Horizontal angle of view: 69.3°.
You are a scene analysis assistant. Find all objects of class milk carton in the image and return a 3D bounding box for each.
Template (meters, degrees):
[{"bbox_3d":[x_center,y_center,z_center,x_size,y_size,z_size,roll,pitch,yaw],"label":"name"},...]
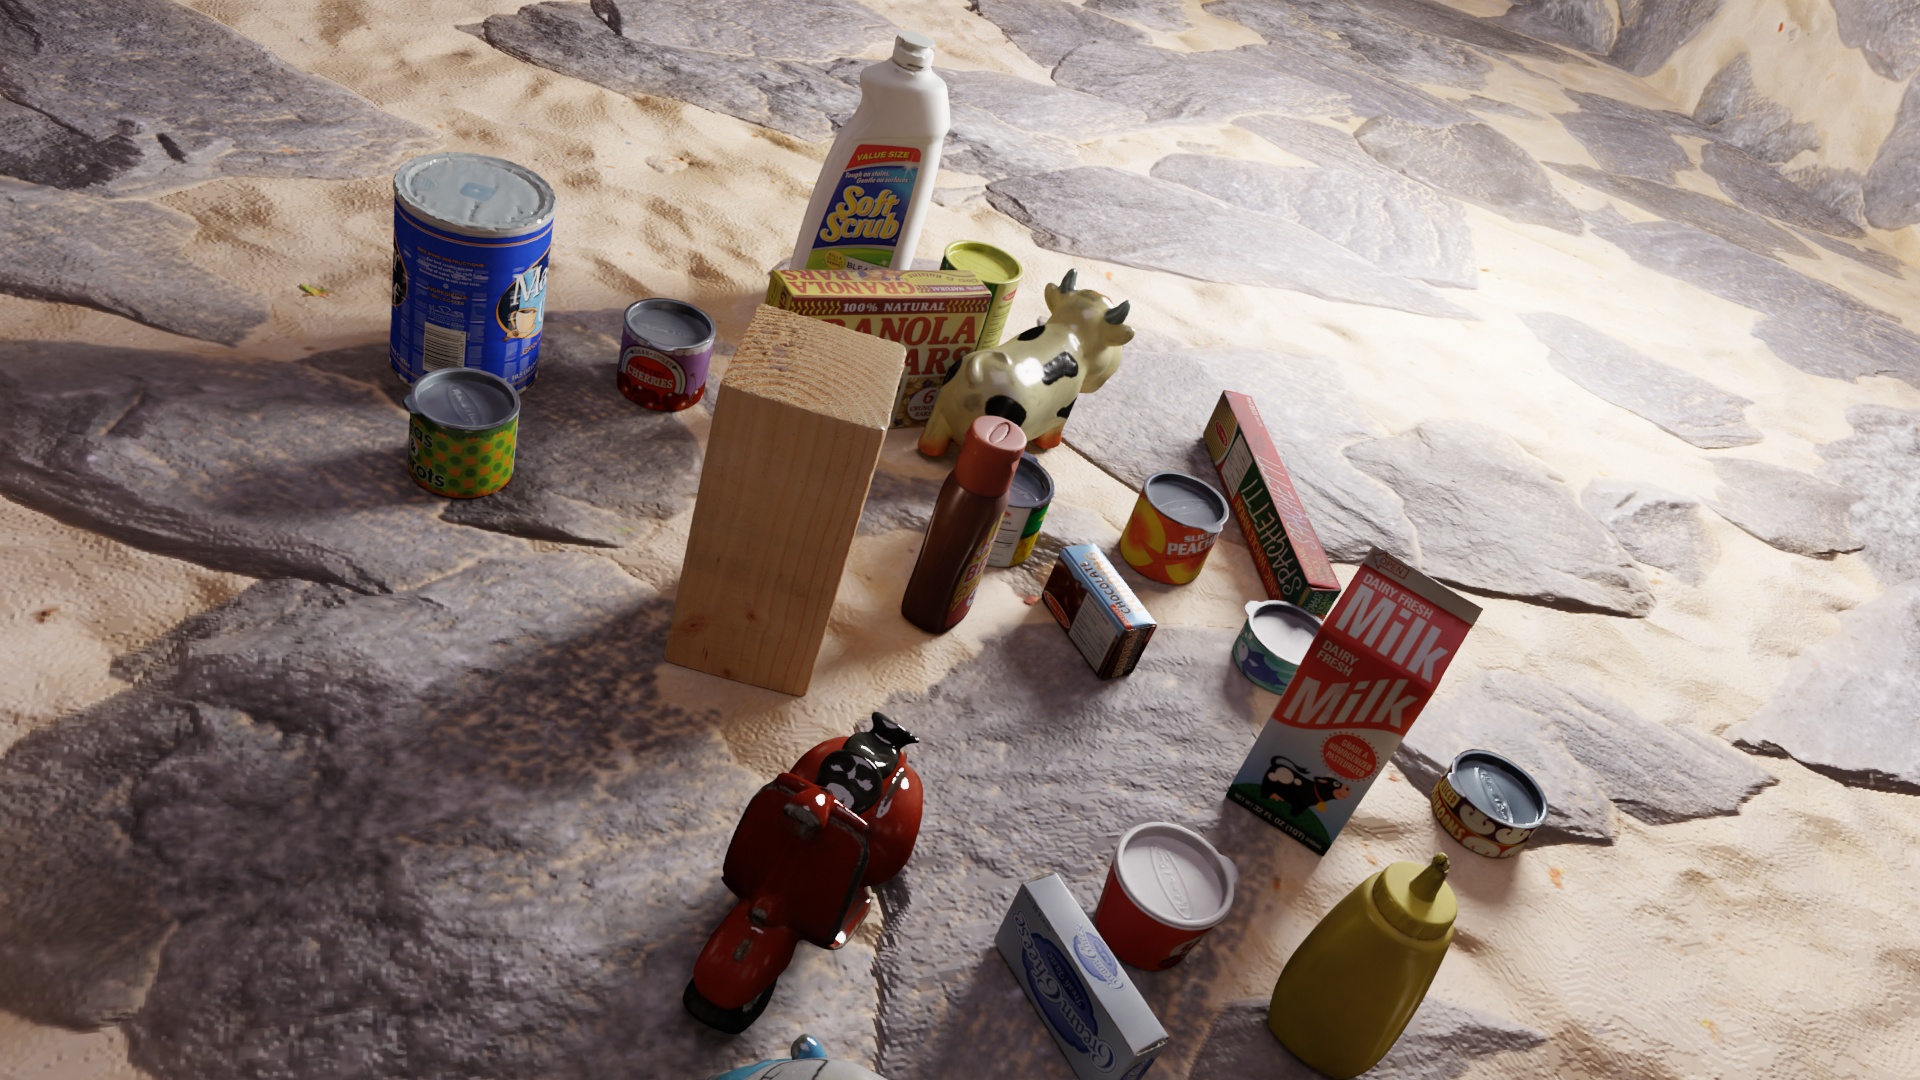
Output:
[{"bbox_3d":[0.236,0.091,0.833,0.072,0.189,0.074,32,39,16],"label":"milk carton"}]

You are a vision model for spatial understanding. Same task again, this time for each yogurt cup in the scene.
[{"bbox_3d":[0.108,0.197,0.757,0.072,0.053,0.073,12,38,-10],"label":"yogurt cup"}]

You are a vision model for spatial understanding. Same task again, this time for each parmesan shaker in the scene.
[{"bbox_3d":[0.004,-0.186,1.146,0.071,0.102,0.072,12,38,-10],"label":"parmesan shaker"}]

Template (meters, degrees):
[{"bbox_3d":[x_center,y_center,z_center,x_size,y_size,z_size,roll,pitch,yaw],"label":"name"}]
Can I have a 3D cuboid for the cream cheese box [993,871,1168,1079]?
[{"bbox_3d":[0.059,0.225,0.700,0.024,0.053,0.104,-10,46,-33],"label":"cream cheese box"}]

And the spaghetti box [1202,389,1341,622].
[{"bbox_3d":[0.241,-0.027,1.098,0.029,0.049,0.251,8,39,-15],"label":"spaghetti box"}]

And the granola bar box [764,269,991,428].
[{"bbox_3d":[-0.070,-0.141,1.040,0.166,0.123,0.039,-6,44,-30],"label":"granola bar box"}]

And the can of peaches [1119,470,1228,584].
[{"bbox_3d":[0.159,-0.008,1.030,0.071,0.057,0.071,12,38,-10],"label":"can of peaches"}]

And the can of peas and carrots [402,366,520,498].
[{"bbox_3d":[-0.322,-0.068,0.892,0.071,0.058,0.071,12,38,-10],"label":"can of peas and carrots"}]

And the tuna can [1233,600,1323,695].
[{"bbox_3d":[0.226,0.075,0.978,0.071,0.032,0.071,12,38,-10],"label":"tuna can"}]

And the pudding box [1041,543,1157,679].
[{"bbox_3d":[0.092,0.047,0.940,0.030,0.049,0.084,-8,45,-31],"label":"pudding box"}]

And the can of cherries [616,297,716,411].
[{"bbox_3d":[-0.218,-0.136,1.022,0.071,0.058,0.072,12,38,-10],"label":"can of cherries"}]

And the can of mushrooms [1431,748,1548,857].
[{"bbox_3d":[0.344,0.172,0.910,0.071,0.033,0.071,12,38,-10],"label":"can of mushrooms"}]

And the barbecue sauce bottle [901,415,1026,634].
[{"bbox_3d":[0.003,-0.011,0.891,0.044,0.147,0.065,28,38,10],"label":"barbecue sauce bottle"}]

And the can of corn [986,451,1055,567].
[{"bbox_3d":[0.029,-0.024,0.993,0.071,0.058,0.071,12,38,-10],"label":"can of corn"}]

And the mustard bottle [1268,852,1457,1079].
[{"bbox_3d":[0.212,0.208,0.702,0.065,0.159,0.049,34,39,19],"label":"mustard bottle"}]
